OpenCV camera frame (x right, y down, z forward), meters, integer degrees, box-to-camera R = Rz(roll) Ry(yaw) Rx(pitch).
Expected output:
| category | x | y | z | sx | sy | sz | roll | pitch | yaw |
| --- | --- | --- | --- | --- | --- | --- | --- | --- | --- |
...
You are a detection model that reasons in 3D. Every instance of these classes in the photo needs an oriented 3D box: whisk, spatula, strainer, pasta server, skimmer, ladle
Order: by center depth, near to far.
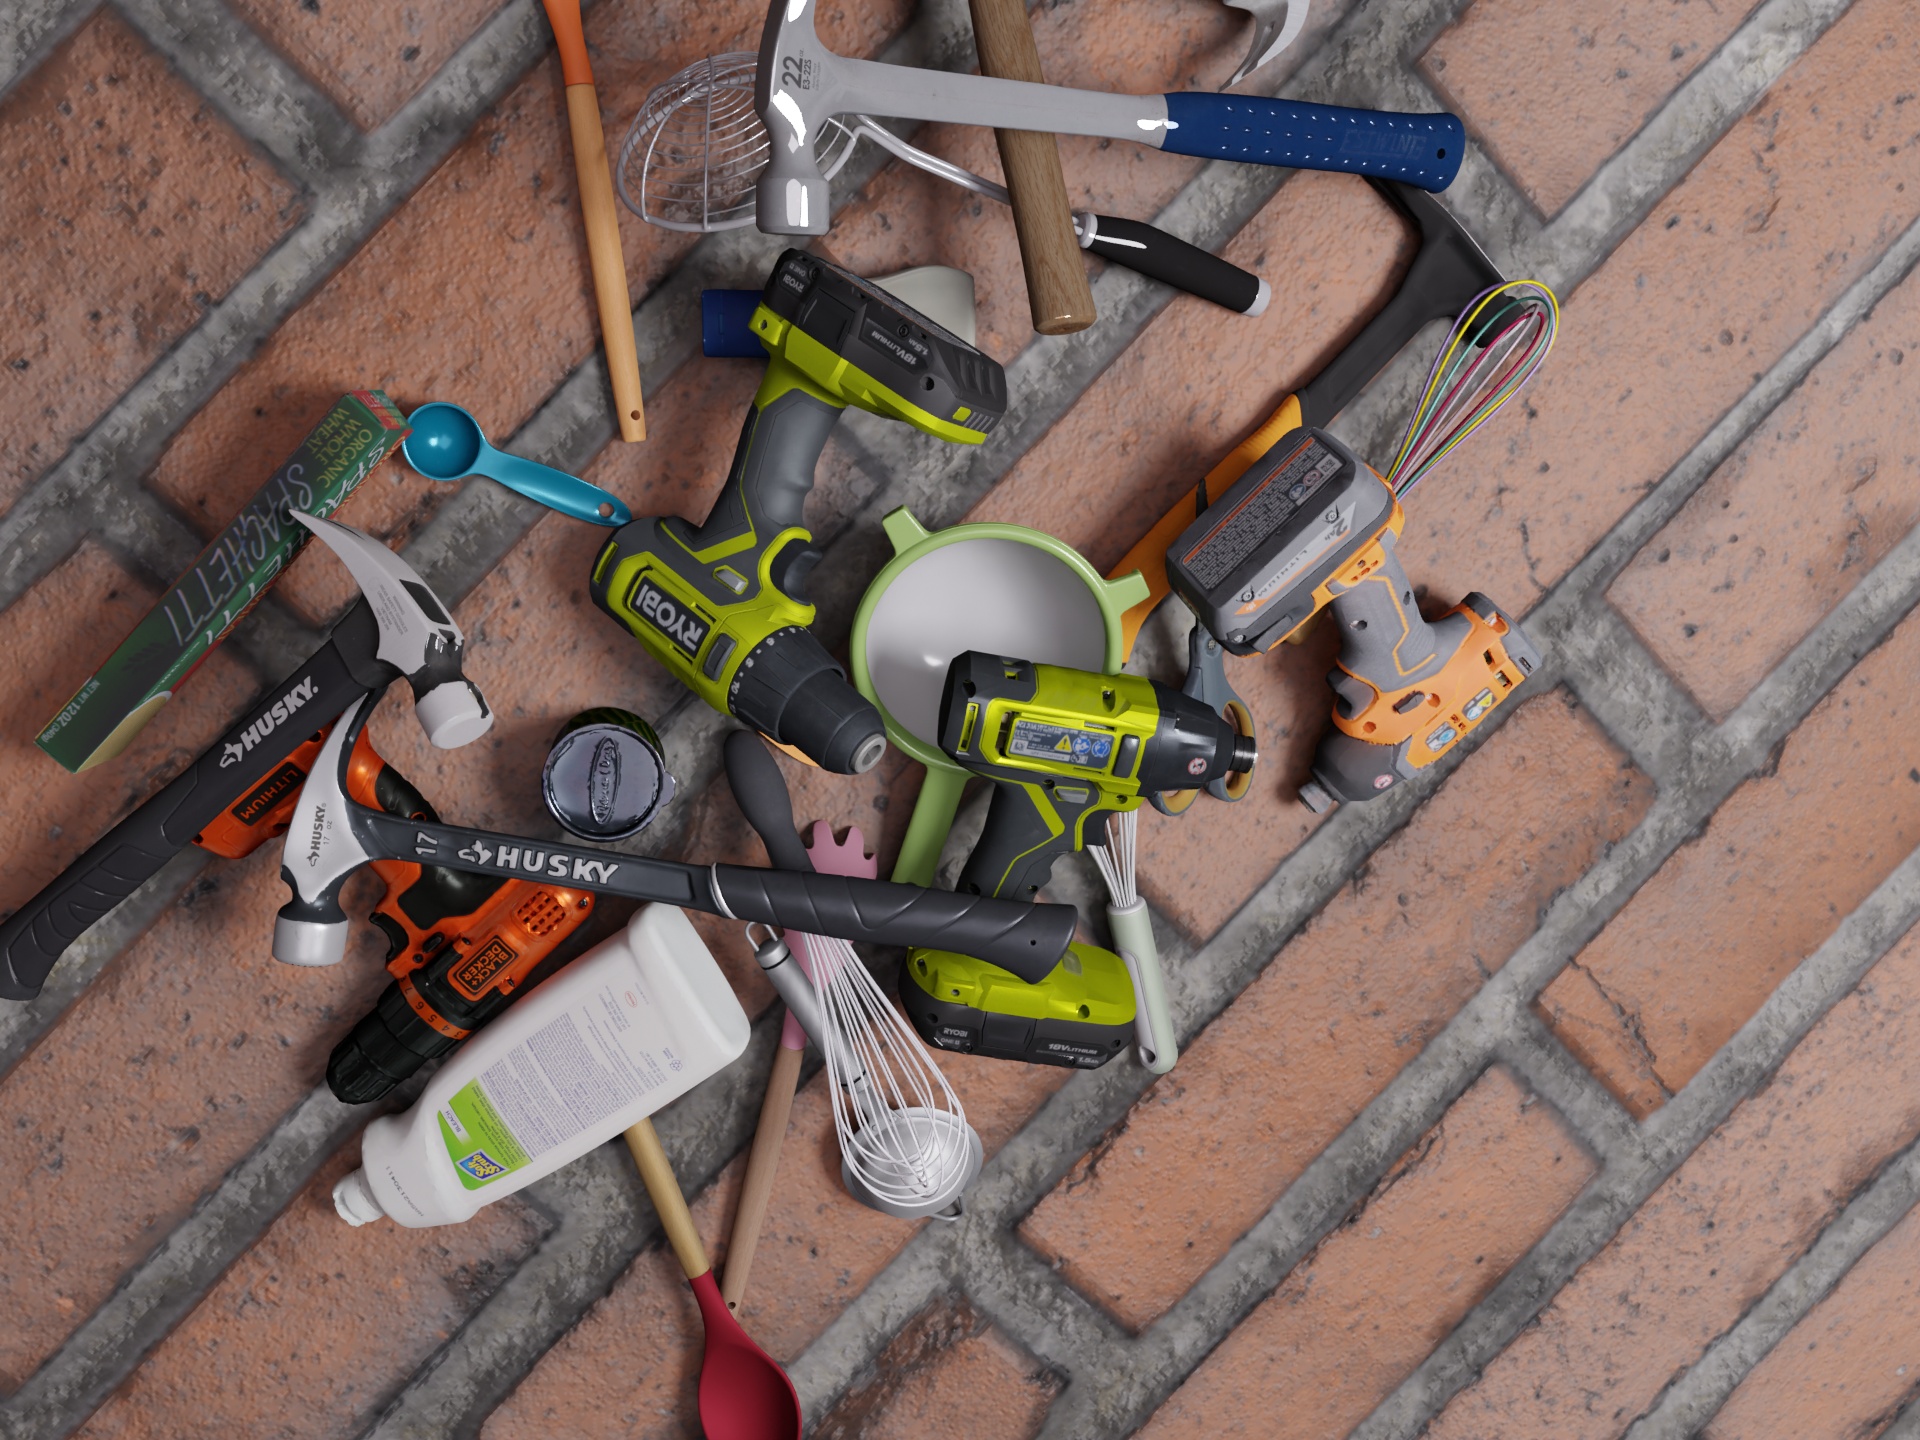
| category | x | y | z | sx | sy | sz | roll | pitch | yaw |
| --- | --- | --- | --- | --- | --- | --- | --- | --- | --- |
| spatula | -0.193 | -0.309 | 0.834 | 0.081 | 0.041 | 0.322 | -15 | 105 | -33 |
| skimmer | 0.001 | -0.267 | 0.865 | 0.363 | 0.127 | 0.090 | 14 | 139 | -25 |
| whisk | -0.071 | 0.129 | 0.875 | 0.070 | 0.070 | 0.285 | -23 | 72 | -5 |
| strainer | -0.001 | -0.003 | 0.921 | 0.151 | 0.069 | 0.256 | 14 | 115 | -9 |
| whisk | 0.265 | -0.144 | 0.925 | 0.047 | 0.051 | 0.245 | 16 | 115 | -44 |
| strainer | -0.059 | 0.217 | 0.930 | 0.087 | 0.050 | 0.258 | -27 | 111 | 6 |
| ladle | -0.167 | 0.306 | 0.945 | 0.069 | 0.031 | 0.315 | -19 | 97 | 18 |
| pasta server | -0.107 | 0.215 | 0.953 | 0.060 | 0.040 | 0.316 | 12 | 102 | -12 |
| whisk | 0.098 | 0.105 | 0.959 | 0.059 | 0.058 | 0.246 | -26 | 110 | -36 |

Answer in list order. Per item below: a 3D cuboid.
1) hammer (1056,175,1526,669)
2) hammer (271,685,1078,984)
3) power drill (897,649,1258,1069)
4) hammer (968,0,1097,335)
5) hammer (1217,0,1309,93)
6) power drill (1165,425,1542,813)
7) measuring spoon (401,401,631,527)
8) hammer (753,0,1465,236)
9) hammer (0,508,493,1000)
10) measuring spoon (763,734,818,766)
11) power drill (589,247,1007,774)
| category | x | y | z | sx | sy | sz | roll | pitch | yaw |
| --- | --- | --- | --- | --- | --- | --- | --- | --- | --- |
| hammer | 0.176 | -0.163 | 0.931 | 0.127 | 0.034 | 0.337 | 43 | 90 | -15 |
| hammer | -0.142 | 0.080 | 0.827 | 0.409 | 0.036 | 0.149 | 9 | 93 | -3 |
| power drill | 0.059 | 0.079 | 0.885 | 0.171 | 0.080 | 0.223 | 10 | 115 | -8 |
| hammer | 0.018 | -0.363 | 0.815 | 0.130 | 0.031 | 0.331 | -12 | 91 | -30 |
| hammer | 0.047 | -0.392 | 0.798 | 0.331 | 0.033 | 0.128 | -8 | 88 | -30 |
| power drill | 0.217 | -0.042 | 0.906 | 0.164 | 0.084 | 0.226 | -44 | 128 | 11 |
| measuring spoon | -0.242 | -0.136 | 0.873 | 0.128 | 0.021 | 0.042 | 22 | 99 | -22 |
| hammer | 0.091 | -0.306 | 0.792 | 0.405 | 0.035 | 0.144 | -5 | 108 | -28 |
| hammer | -0.390 | 0.034 | 0.808 | 0.335 | 0.035 | 0.146 | -37 | 74 | 13 |
| measuring spoon | -0.122 | -0.011 | 0.918 | 0.116 | 0.011 | 0.021 | 40 | 91 | -18 |
| power drill | -0.075 | -0.102 | 0.816 | 0.191 | 0.080 | 0.228 | 38 | 107 | 23 |
